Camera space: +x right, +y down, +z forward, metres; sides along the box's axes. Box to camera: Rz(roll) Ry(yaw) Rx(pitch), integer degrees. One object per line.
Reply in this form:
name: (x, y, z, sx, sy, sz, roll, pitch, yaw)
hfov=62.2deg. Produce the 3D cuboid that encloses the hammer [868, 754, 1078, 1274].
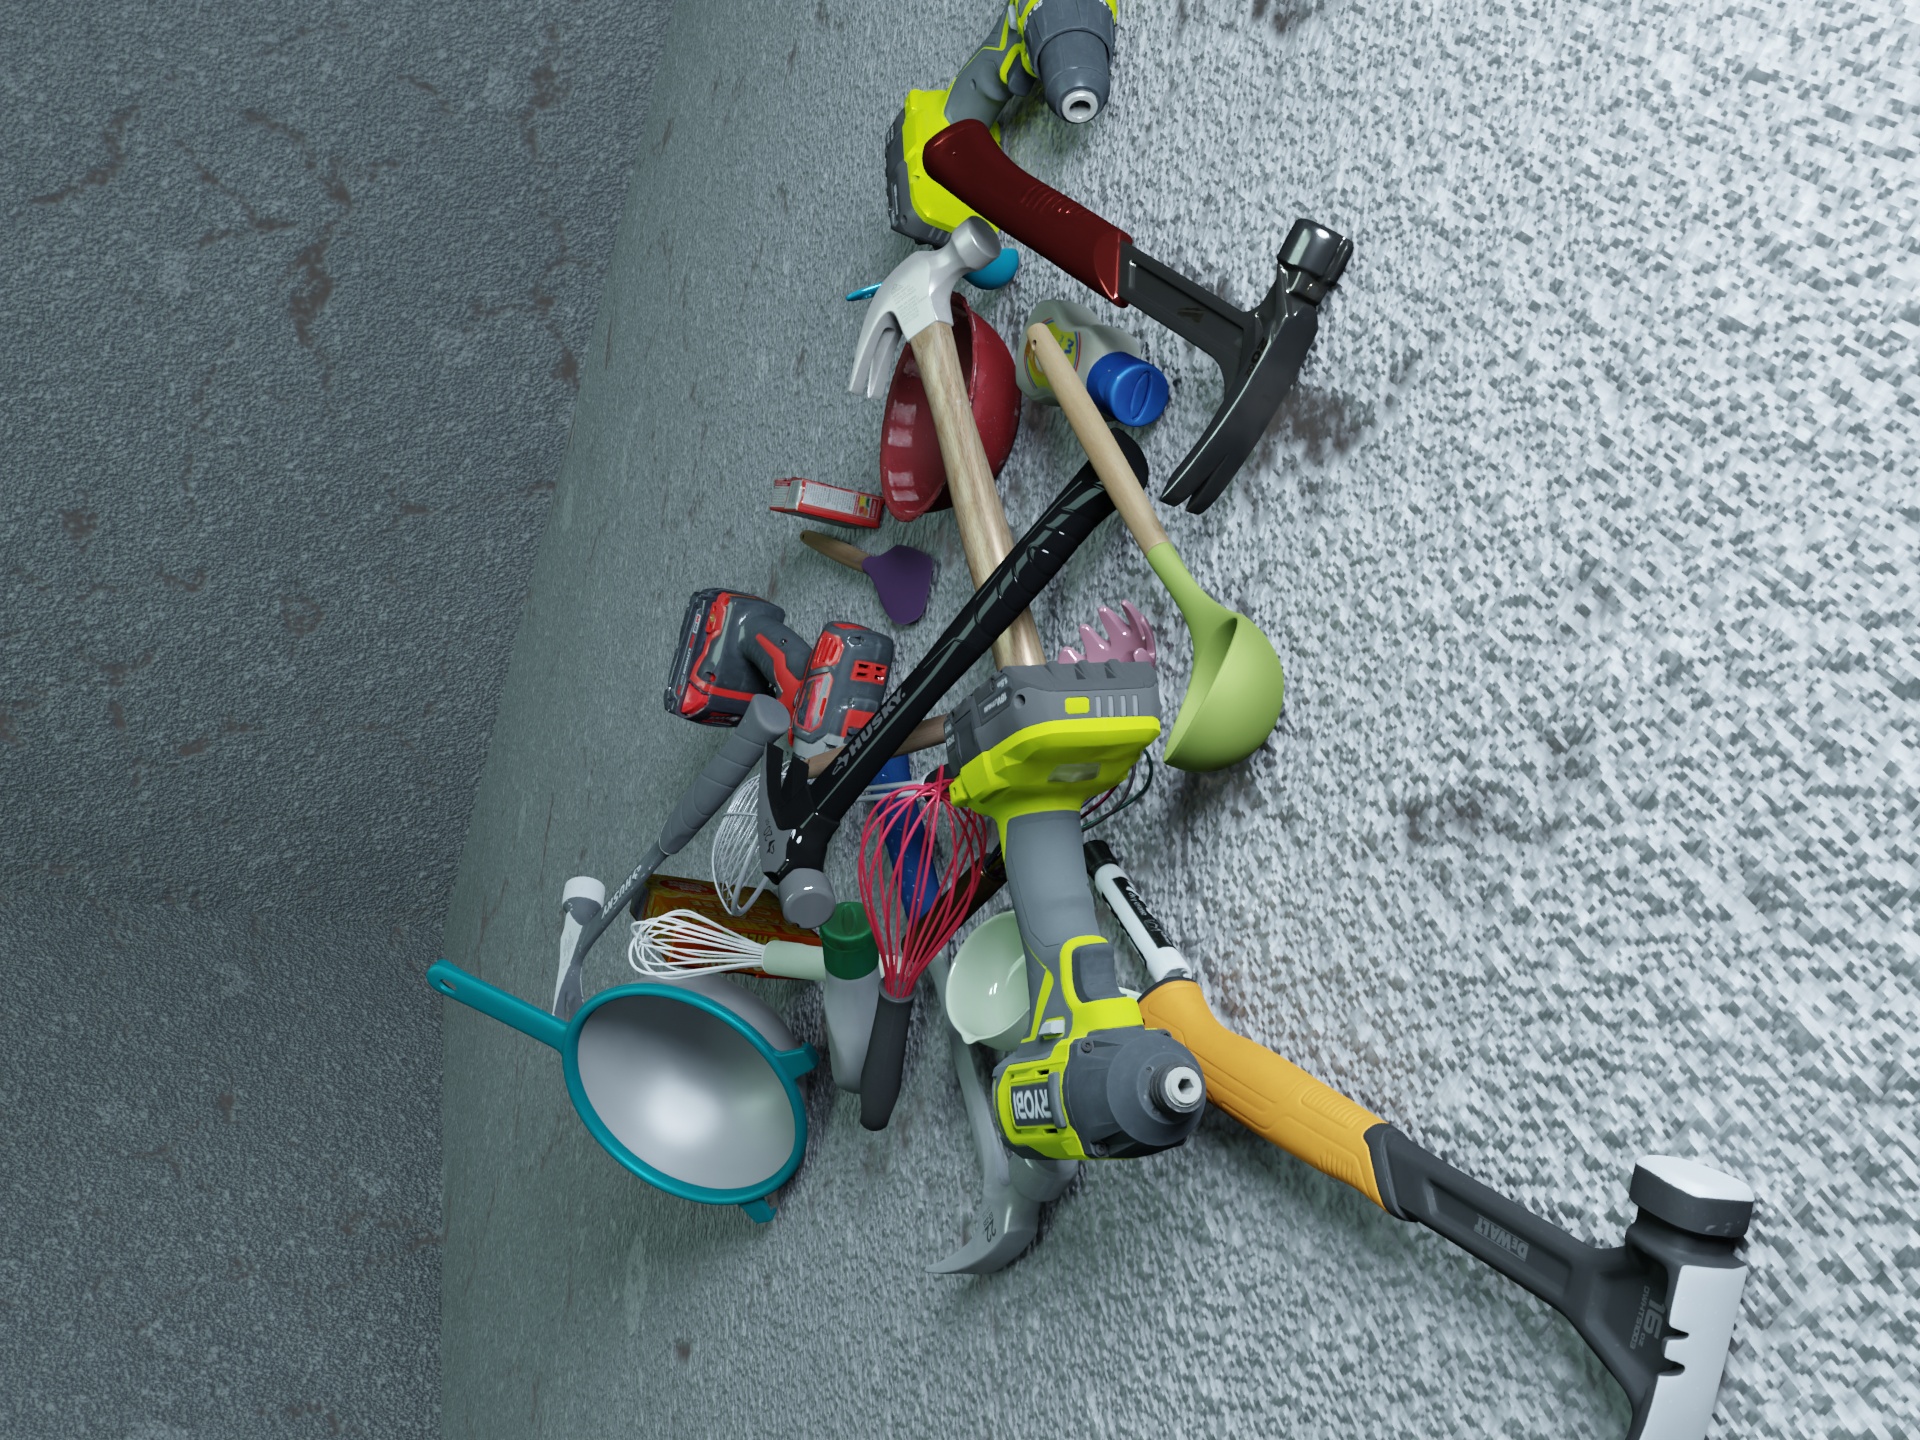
hammer: (-0.016, 0.163, 1.031, 0.406, 0.035, 0.144, -108, 36, -47)

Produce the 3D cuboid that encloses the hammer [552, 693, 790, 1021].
hammer: (-0.241, 0.106, 1.273, 0.408, 0.036, 0.149, -46, 34, 41)

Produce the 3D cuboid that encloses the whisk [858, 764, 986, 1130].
whisk: (-0.035, 0.145, 0.936, 0.073, 0.073, 0.295, -110, 24, -48)

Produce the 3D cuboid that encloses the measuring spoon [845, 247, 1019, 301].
measuring spoon: (-0.017, -0.302, 1.110, 0.042, 0.128, 0.021, 161, 91, -77)

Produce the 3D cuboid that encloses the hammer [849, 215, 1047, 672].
hammer: (0.006, -0.144, 1.001, 0.130, 0.031, 0.331, -27, 69, 38)

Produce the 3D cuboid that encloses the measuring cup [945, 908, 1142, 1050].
measuring cup: (0.060, 0.153, 0.868, 0.168, 0.038, 0.083, 5, 67, 49)

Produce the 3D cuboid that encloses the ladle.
ladle: (0.082, -0.105, 0.823, 0.078, 0.062, 0.321, -64, 37, 43)

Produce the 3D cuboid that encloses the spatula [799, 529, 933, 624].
spatula: (-0.084, -0.130, 1.317, 0.316, 0.018, 0.059, -147, 67, -64)

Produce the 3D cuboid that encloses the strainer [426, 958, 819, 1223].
strainer: (-0.262, 0.252, 1.285, 0.095, 0.340, 0.210, -51, -19, -57)

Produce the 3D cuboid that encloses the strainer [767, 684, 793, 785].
strainer: (-0.145, 0.050, 1.366, 0.087, 0.050, 0.259, -34, 53, 40)

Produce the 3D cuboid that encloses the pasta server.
pasta server: (-0.002, -0.003, 0.953, 0.316, 0.040, 0.060, -17, 50, 44)

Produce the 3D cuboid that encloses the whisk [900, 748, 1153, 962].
whisk: (0.034, 0.073, 0.917, 0.245, 0.051, 0.047, -49, 15, 40)

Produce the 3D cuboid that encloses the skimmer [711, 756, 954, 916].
skimmer: (-0.044, 0.067, 1.056, 0.363, 0.090, 0.127, -9, 41, 45)

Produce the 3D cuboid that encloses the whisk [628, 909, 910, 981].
whisk: (-0.144, 0.172, 1.163, 0.246, 0.057, 0.059, 2, 46, 29)

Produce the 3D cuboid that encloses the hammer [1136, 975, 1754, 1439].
hammer: (0.157, 0.178, 0.633, 0.337, 0.034, 0.127, -159, 80, -66)

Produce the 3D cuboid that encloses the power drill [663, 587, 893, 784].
power drill: (-0.151, -0.005, 1.296, 0.227, 0.080, 0.188, 24, 101, 47)

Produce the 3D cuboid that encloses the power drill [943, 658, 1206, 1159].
power drill: (0.056, 0.091, 0.745, 0.171, 0.080, 0.223, 140, 125, -66)

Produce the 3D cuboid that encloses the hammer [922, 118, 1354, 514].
hammer: (0.067, -0.256, 0.890, 0.149, 0.036, 0.359, -61, 41, 19)

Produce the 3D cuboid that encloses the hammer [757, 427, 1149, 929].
hammer: (-0.010, -0.037, 0.939, 0.334, 0.035, 0.146, -49, 32, 16)

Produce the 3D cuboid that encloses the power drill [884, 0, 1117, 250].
power drill: (0.032, -0.428, 1.095, 0.228, 0.080, 0.191, -44, 43, 50)
